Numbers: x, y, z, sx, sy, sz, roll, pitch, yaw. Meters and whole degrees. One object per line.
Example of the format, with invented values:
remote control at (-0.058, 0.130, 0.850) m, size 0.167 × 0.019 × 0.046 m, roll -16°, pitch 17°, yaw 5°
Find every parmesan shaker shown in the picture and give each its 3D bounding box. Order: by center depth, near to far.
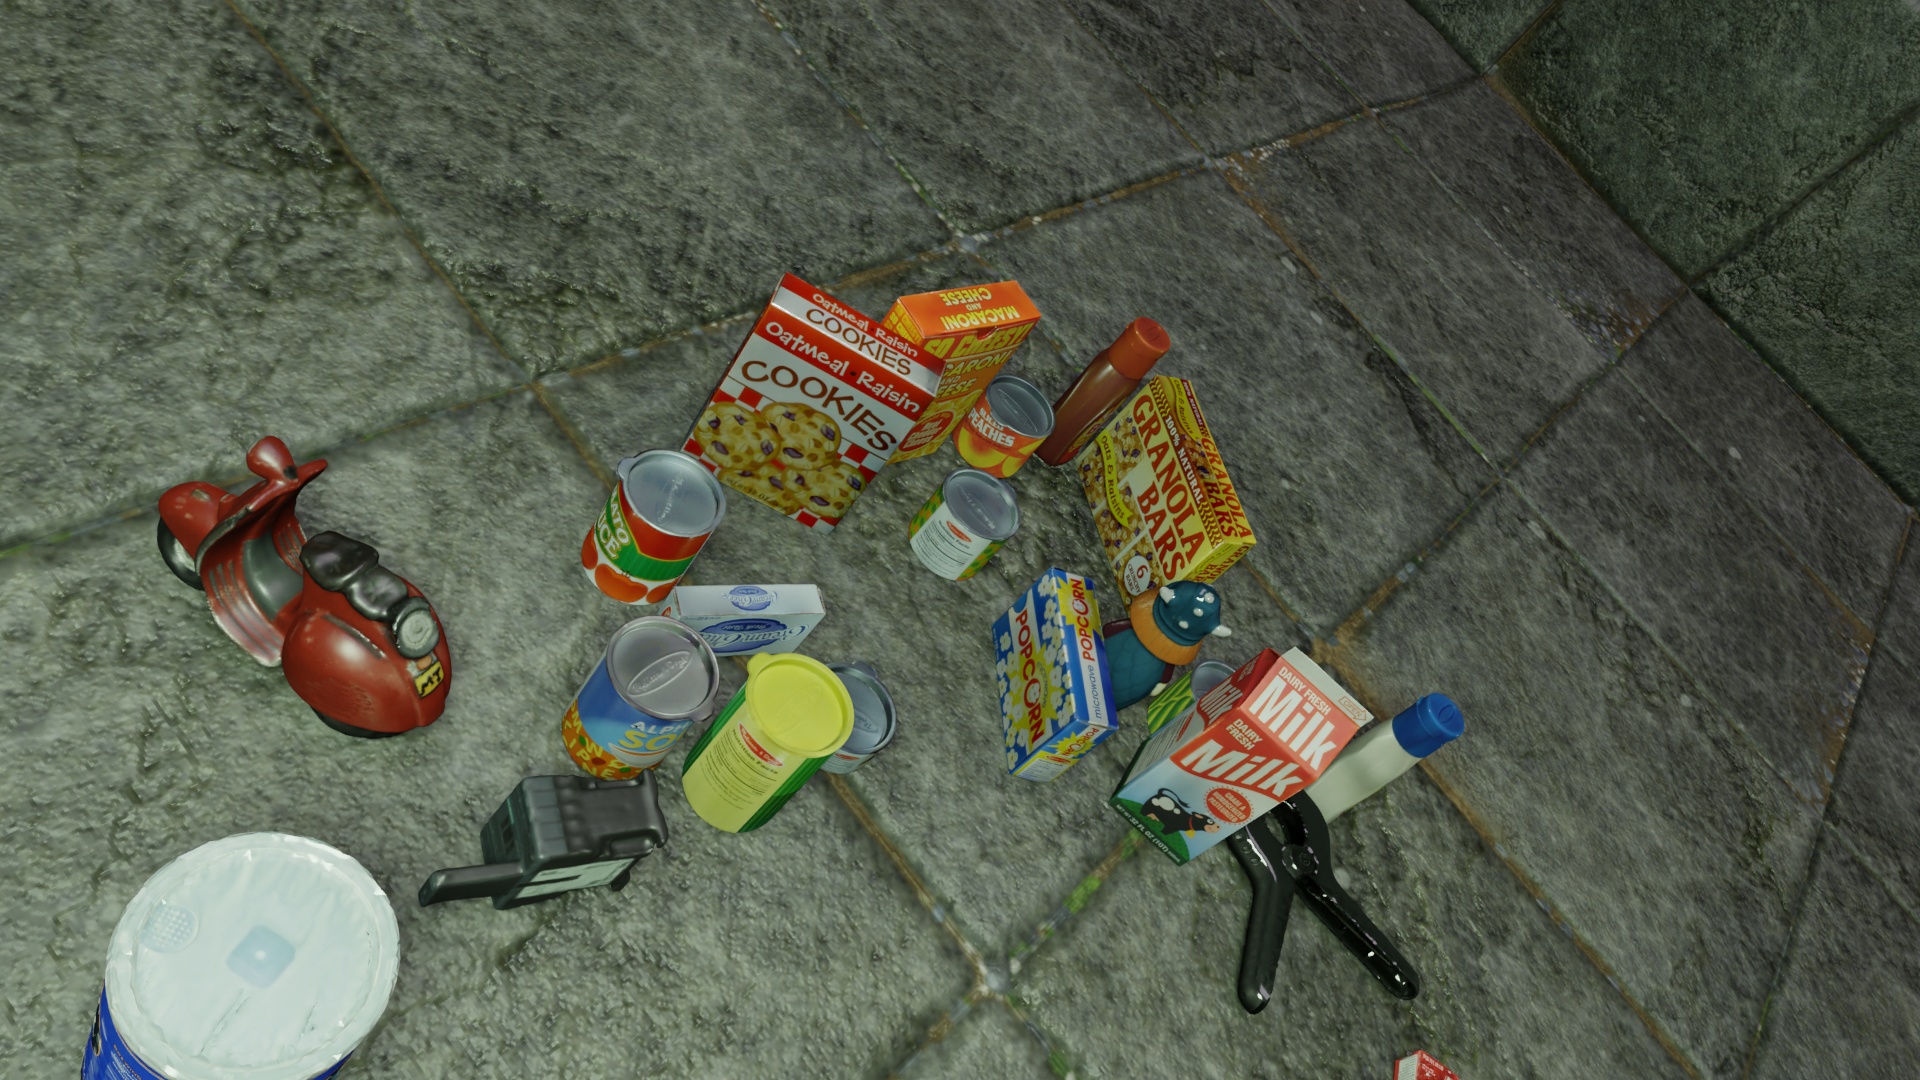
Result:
parmesan shaker at (-0.116, 0.118, 0.815) m, size 0.071 × 0.102 × 0.072 m, roll 20°, pitch 46°, yaw -22°

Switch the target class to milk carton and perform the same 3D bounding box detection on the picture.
milk carton at (0.194, 0.142, 0.957) m, size 0.072 × 0.189 × 0.074 m, roll 42°, pitch 42°, yaw 0°

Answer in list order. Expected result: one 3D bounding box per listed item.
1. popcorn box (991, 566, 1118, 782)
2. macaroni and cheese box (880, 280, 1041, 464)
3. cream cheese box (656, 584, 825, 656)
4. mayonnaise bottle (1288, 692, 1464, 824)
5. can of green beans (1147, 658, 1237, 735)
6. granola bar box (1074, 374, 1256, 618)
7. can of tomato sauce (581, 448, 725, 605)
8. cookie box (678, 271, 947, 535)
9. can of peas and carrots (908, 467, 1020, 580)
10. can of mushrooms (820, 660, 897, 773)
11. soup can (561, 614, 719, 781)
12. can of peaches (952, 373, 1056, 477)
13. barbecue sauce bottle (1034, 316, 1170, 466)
popcorn box at (0.064, 0.095, 0.980) m, size 0.038 × 0.084 × 0.127 m, roll 16°, pitch 48°, yaw -26°
macaroni and cheese box at (-0.031, -0.117, 1.026) m, size 0.124 × 0.165 × 0.040 m, roll -18°, pitch 68°, yaw -44°
cream cheese box at (-0.144, 0.051, 0.887) m, size 0.104 × 0.053 × 0.024 m, roll 0°, pitch 56°, yaw -36°
mayonnaise bottle at (0.318, 0.167, 1.060) m, size 0.065 × 0.147 × 0.041 m, roll -27°, pitch 75°, yaw -46°
can of green beans at (0.185, 0.133, 1.058) m, size 0.071 × 0.057 × 0.071 m, roll 20°, pitch 46°, yaw -22°
granola bar box at (0.163, -0.032, 1.130) m, size 0.039 × 0.123 × 0.166 m, roll 7°, pitch 52°, yaw -32°
can of tomato sauce at (-0.196, -0.008, 0.875) m, size 0.071 × 0.082 × 0.071 m, roll 20°, pitch 46°, yaw -22°
cookie box at (-0.104, -0.089, 0.948) m, size 0.123 × 0.166 × 0.040 m, roll 28°, pitch 44°, yaw -15°
can of peas and carrots at (0.004, -0.013, 1.045) m, size 0.071 × 0.058 × 0.071 m, roll 20°, pitch 46°, yaw -22°
can of mushrooms at (-0.076, 0.113, 0.899) m, size 0.071 × 0.033 × 0.071 m, roll 20°, pitch 46°, yaw -22°
soup can at (-0.183, 0.095, 0.799) m, size 0.071 × 0.083 × 0.072 m, roll 20°, pitch 46°, yaw -22°
can of peaches at (0.033, -0.092, 1.133) m, size 0.071 × 0.057 × 0.071 m, roll 20°, pitch 46°, yaw -22°
barbecue sauce bottle at (0.116, -0.125, 1.154) m, size 0.043 × 0.147 × 0.065 m, roll 44°, pitch 42°, yaw 3°
